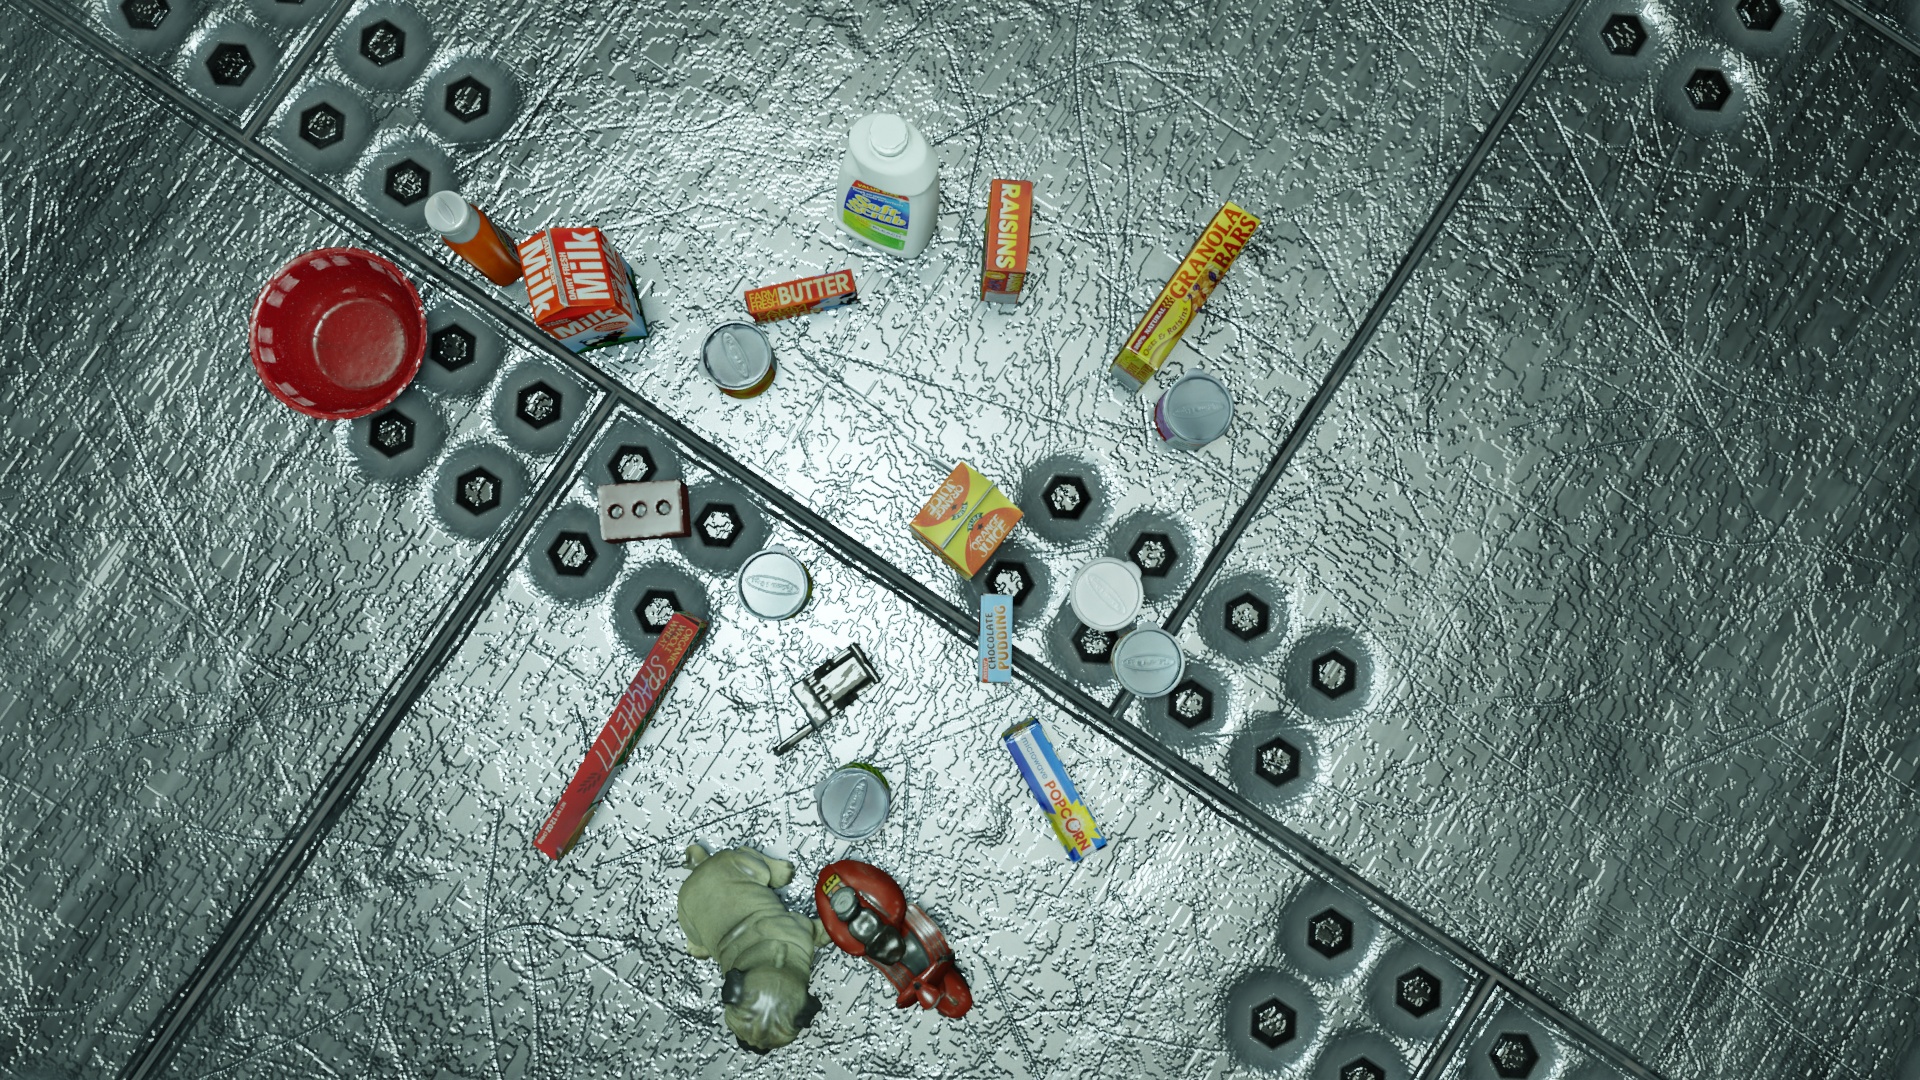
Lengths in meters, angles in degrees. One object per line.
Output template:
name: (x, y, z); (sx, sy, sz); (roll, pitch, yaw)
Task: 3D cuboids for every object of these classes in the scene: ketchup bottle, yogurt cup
ketchup bottle: (-0.442, -0.276, 1.258); (0.043, 0.148, 0.065); (-36, 88, -3)
yogurt cup: (0.134, 0.051, 1.299); (0.072, 0.054, 0.072); (0, 86, -2)

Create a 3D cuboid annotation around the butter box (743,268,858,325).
butter box: (-0.149, -0.230, 1.311); (0.103, 0.053, 0.024); (-13, 87, -2)

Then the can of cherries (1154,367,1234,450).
can of cherries: (0.220, -0.123, 1.312); (0.071, 0.058, 0.071); (0, 86, -2)

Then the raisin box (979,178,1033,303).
raisin box: (0.042, -0.274, 1.285); (0.040, 0.123, 0.086); (5, 86, -1)

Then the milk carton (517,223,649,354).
milk carton: (-0.338, -0.223, 1.237); (0.073, 0.190, 0.072); (-14, 87, -2)

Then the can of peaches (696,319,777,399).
can of peaches: (-0.209, -0.168, 1.303); (0.071, 0.058, 0.071); (0, 86, -2)

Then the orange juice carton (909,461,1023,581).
orange juice carton: (0.004, -0.015, 1.231); (0.073, 0.192, 0.072); (40, 86, 1)

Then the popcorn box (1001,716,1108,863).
popcorn box: (0.084, 0.225, 1.270); (0.038, 0.085, 0.126); (-29, 87, -3)

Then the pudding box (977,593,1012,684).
pudding box: (0.032, 0.091, 1.295); (0.030, 0.049, 0.083); (1, 86, -1)

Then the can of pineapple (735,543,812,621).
can of pineapple: (-0.171, 0.041, 1.289); (0.071, 0.058, 0.071); (0, 86, -2)

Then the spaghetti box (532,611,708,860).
spaghetti box: (-0.311, 0.176, 1.279); (0.029, 0.050, 0.250); (31, 86, 1)

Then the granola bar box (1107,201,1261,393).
granola bar box: (0.203, -0.223, 1.285); (0.039, 0.124, 0.165); (35, 86, 1)

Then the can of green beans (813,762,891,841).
can of green beans: (-0.097, 0.239, 1.277); (0.071, 0.058, 0.071); (0, 86, -2)

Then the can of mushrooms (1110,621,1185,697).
can of mushrooms: (0.176, 0.112, 1.306); (0.071, 0.033, 0.071); (0, 86, -2)
